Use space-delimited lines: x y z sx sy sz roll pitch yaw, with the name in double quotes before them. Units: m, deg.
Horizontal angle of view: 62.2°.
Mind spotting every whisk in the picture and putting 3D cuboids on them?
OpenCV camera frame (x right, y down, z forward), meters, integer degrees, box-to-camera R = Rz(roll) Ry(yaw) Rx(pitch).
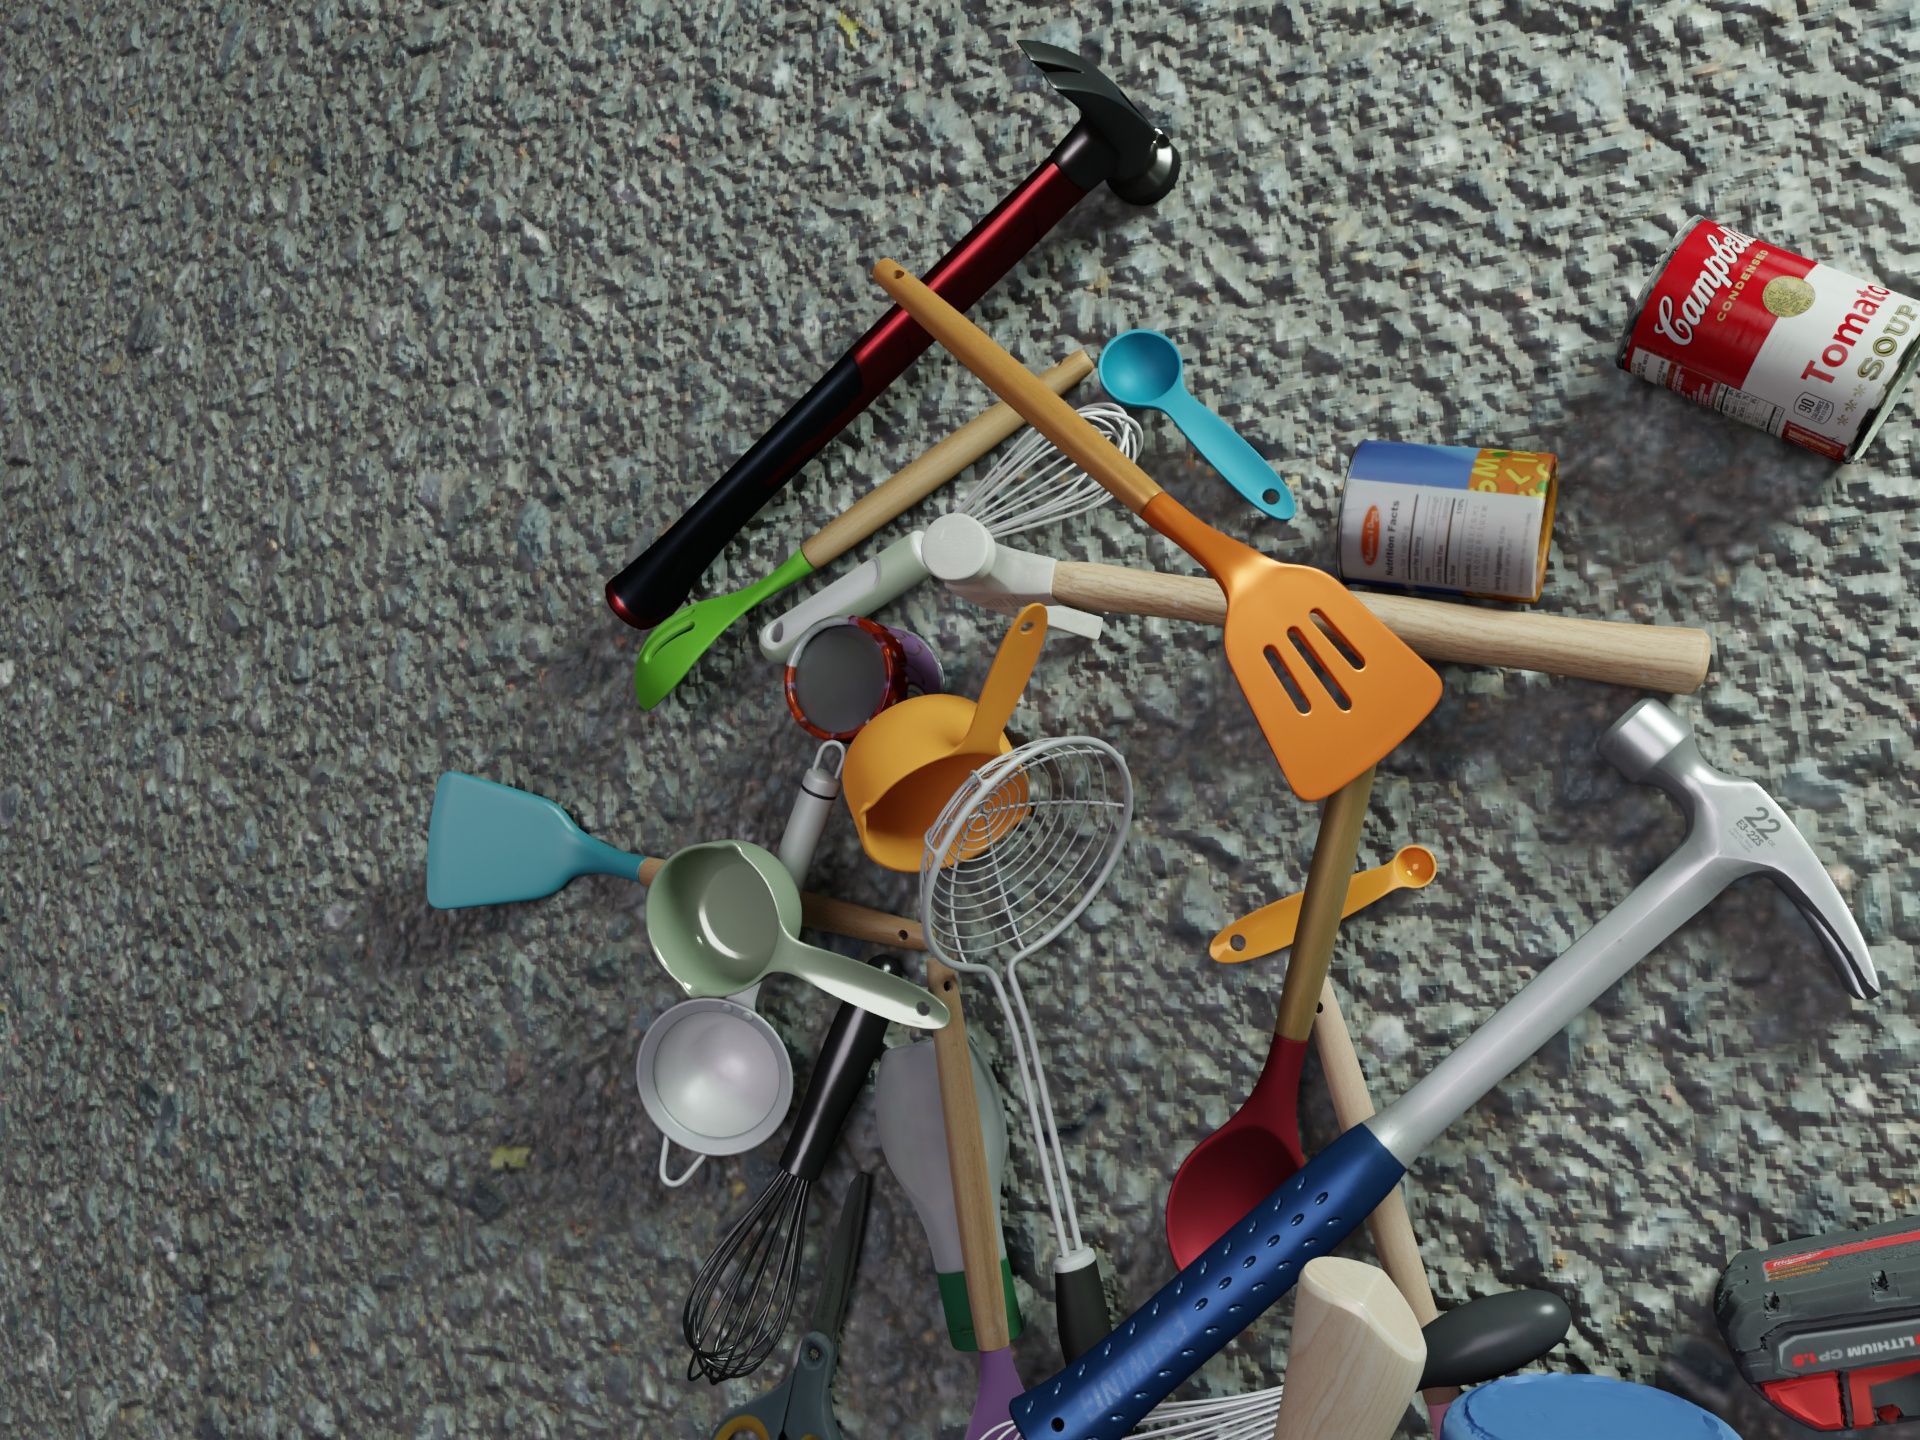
"whisk" -0.085 0.232 0.823 0.055 0.055 0.239 22 87 26
"whisk" 0.124 0.302 0.680 0.284 0.070 0.070 -27 74 15
"whisk" -0.012 -0.092 0.828 0.246 0.059 0.058 -29 56 25

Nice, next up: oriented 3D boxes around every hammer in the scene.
"hammer" 0.118 0.407 0.658 0.146 0.038 0.410 13 106 27
"hammer" -0.061 -0.179 0.819 0.386 0.143 0.038 -40 72 22
"hammer" 0.155 -0.047 0.716 0.331 0.130 0.031 9 86 16
"hammer" 0.188 0.174 0.659 0.405 0.035 0.144 -42 69 2

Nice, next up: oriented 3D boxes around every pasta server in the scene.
"pasta server" 0.204 0.268 0.696 0.060 0.040 0.316 -22 72 23

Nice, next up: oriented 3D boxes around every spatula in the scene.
"spatula" 0.010 0.270 0.751 0.018 0.059 0.316 163 101 -64
"spatula" -0.160 0.091 0.881 0.317 0.044 0.082 9 95 25
"spatula" 0.066 -0.101 0.685 0.081 0.041 0.323 -37 65 -14

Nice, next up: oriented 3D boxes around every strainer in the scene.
"strainer" -0.105 0.127 0.833 0.087 0.050 0.258 23 105 6

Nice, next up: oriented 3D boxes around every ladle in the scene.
"ladle" 0.150 0.115 0.701 0.069 0.031 0.315 17 106 24

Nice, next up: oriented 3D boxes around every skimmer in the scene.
"skimmer" 0.058 0.191 0.736 0.090 0.127 0.363 -17 83 49

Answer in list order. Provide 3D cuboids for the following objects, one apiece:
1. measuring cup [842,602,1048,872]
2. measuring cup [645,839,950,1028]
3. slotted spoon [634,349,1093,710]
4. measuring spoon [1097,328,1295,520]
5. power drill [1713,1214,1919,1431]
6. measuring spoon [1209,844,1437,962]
"measuring cup" -0.001 -0.002 0.767 0.052 0.095 0.173 63 141 41
"measuring cup" -0.075 0.111 0.781 0.168 0.038 0.083 20 101 17
"slotted spoon" -0.061 -0.103 0.856 0.313 0.070 0.031 -33 116 14
"measuring spoon" 0.118 -0.142 0.788 0.042 0.021 0.129 -40 77 -7
"power drill" 0.356 0.315 0.590 0.188 0.080 0.227 -22 78 23
"measuring spoon" 0.168 0.087 0.742 0.117 0.011 0.021 -29 73 24
